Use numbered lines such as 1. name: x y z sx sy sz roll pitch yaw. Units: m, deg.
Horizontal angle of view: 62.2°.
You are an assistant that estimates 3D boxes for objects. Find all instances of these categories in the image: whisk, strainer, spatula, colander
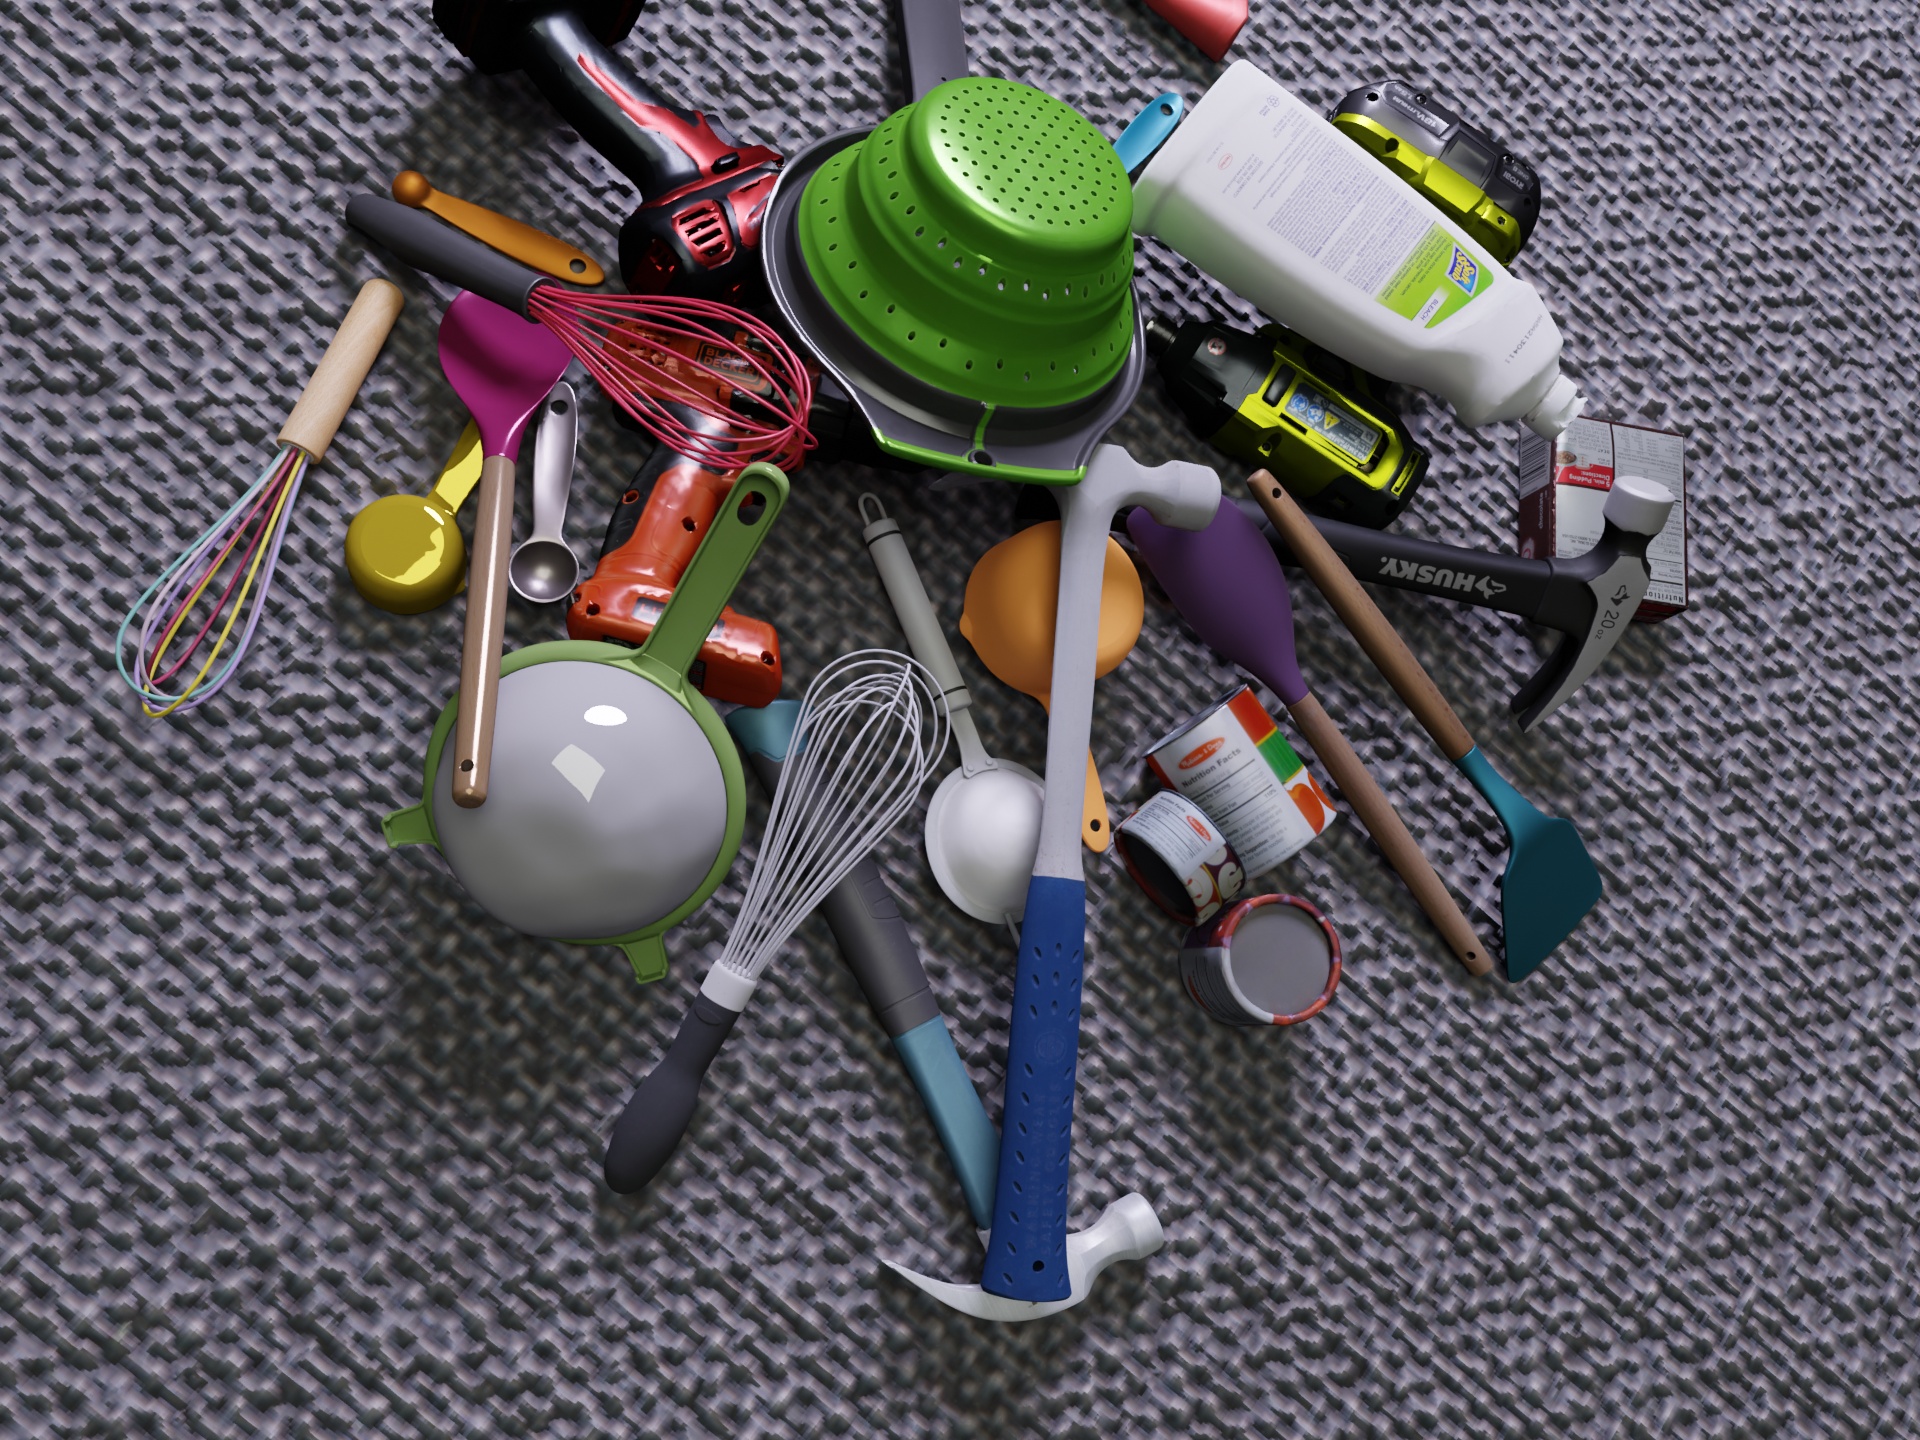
1. whisk: -0.187 -0.194 0.760 0.296 0.073 0.073 29 72 20
2. strainer: -0.148 0.001 0.702 0.151 0.069 0.256 31 106 -8
3. whisk: -0.093 0.095 0.741 0.070 0.070 0.284 29 90 -6
4. whisk: -0.331 -0.111 0.763 0.051 0.047 0.245 27 69 -19
5. spatula: 0.244 -0.002 0.846 0.082 0.044 0.317 -40 98 -16
6. colander: 0.007 -0.303 0.794 0.204 0.094 0.397 7 58 -21
7. strainer: -0.001 -0.003 0.817 0.087 0.050 0.258 -17 79 -32
8. spatula: 0.196 0.008 0.847 0.060 0.018 0.316 -32 98 21

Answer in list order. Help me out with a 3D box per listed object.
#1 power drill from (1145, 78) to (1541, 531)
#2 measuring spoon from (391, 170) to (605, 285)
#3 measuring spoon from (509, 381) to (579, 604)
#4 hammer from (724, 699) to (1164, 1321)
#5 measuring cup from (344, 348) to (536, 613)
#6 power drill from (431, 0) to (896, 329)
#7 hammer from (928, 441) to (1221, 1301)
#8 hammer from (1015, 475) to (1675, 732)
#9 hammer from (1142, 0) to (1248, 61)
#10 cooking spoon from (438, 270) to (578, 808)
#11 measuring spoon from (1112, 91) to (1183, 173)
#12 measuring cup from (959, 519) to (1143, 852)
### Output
1. power drill: 0.216 -0.239 0.899 0.171 0.080 0.223 33 76 -5
2. measuring spoon: -0.240 -0.256 0.827 0.117 0.011 0.021 24 74 -7
3. measuring spoon: -0.207 -0.114 0.807 0.034 0.018 0.124 4 71 -10
4. hammer: -0.027 0.137 0.784 0.128 0.033 0.331 -25 85 -18
5. measuring cup: -0.249 -0.125 0.788 0.062 0.029 0.156 29 75 -6
6. power drill: -0.139 -0.320 0.822 0.188 0.080 0.227 -37 89 -37
7. hammer: 0.042 0.064 0.759 0.144 0.035 0.405 8 82 -19
8. hammer: 0.195 -0.089 0.858 0.334 0.035 0.146 11 120 -1
9. hammer: 0.016 -0.506 0.927 0.359 0.036 0.149 39 73 -2
10. cooking spoon: -0.218 -0.100 0.744 0.068 0.017 0.319 -2 57 -7
11. measuring spoon: 0.092 -0.321 0.920 0.042 0.021 0.129 39 64 -3
12. measuring cup: 0.062 -0.020 0.820 0.095 0.052 0.174 -10 82 -26
